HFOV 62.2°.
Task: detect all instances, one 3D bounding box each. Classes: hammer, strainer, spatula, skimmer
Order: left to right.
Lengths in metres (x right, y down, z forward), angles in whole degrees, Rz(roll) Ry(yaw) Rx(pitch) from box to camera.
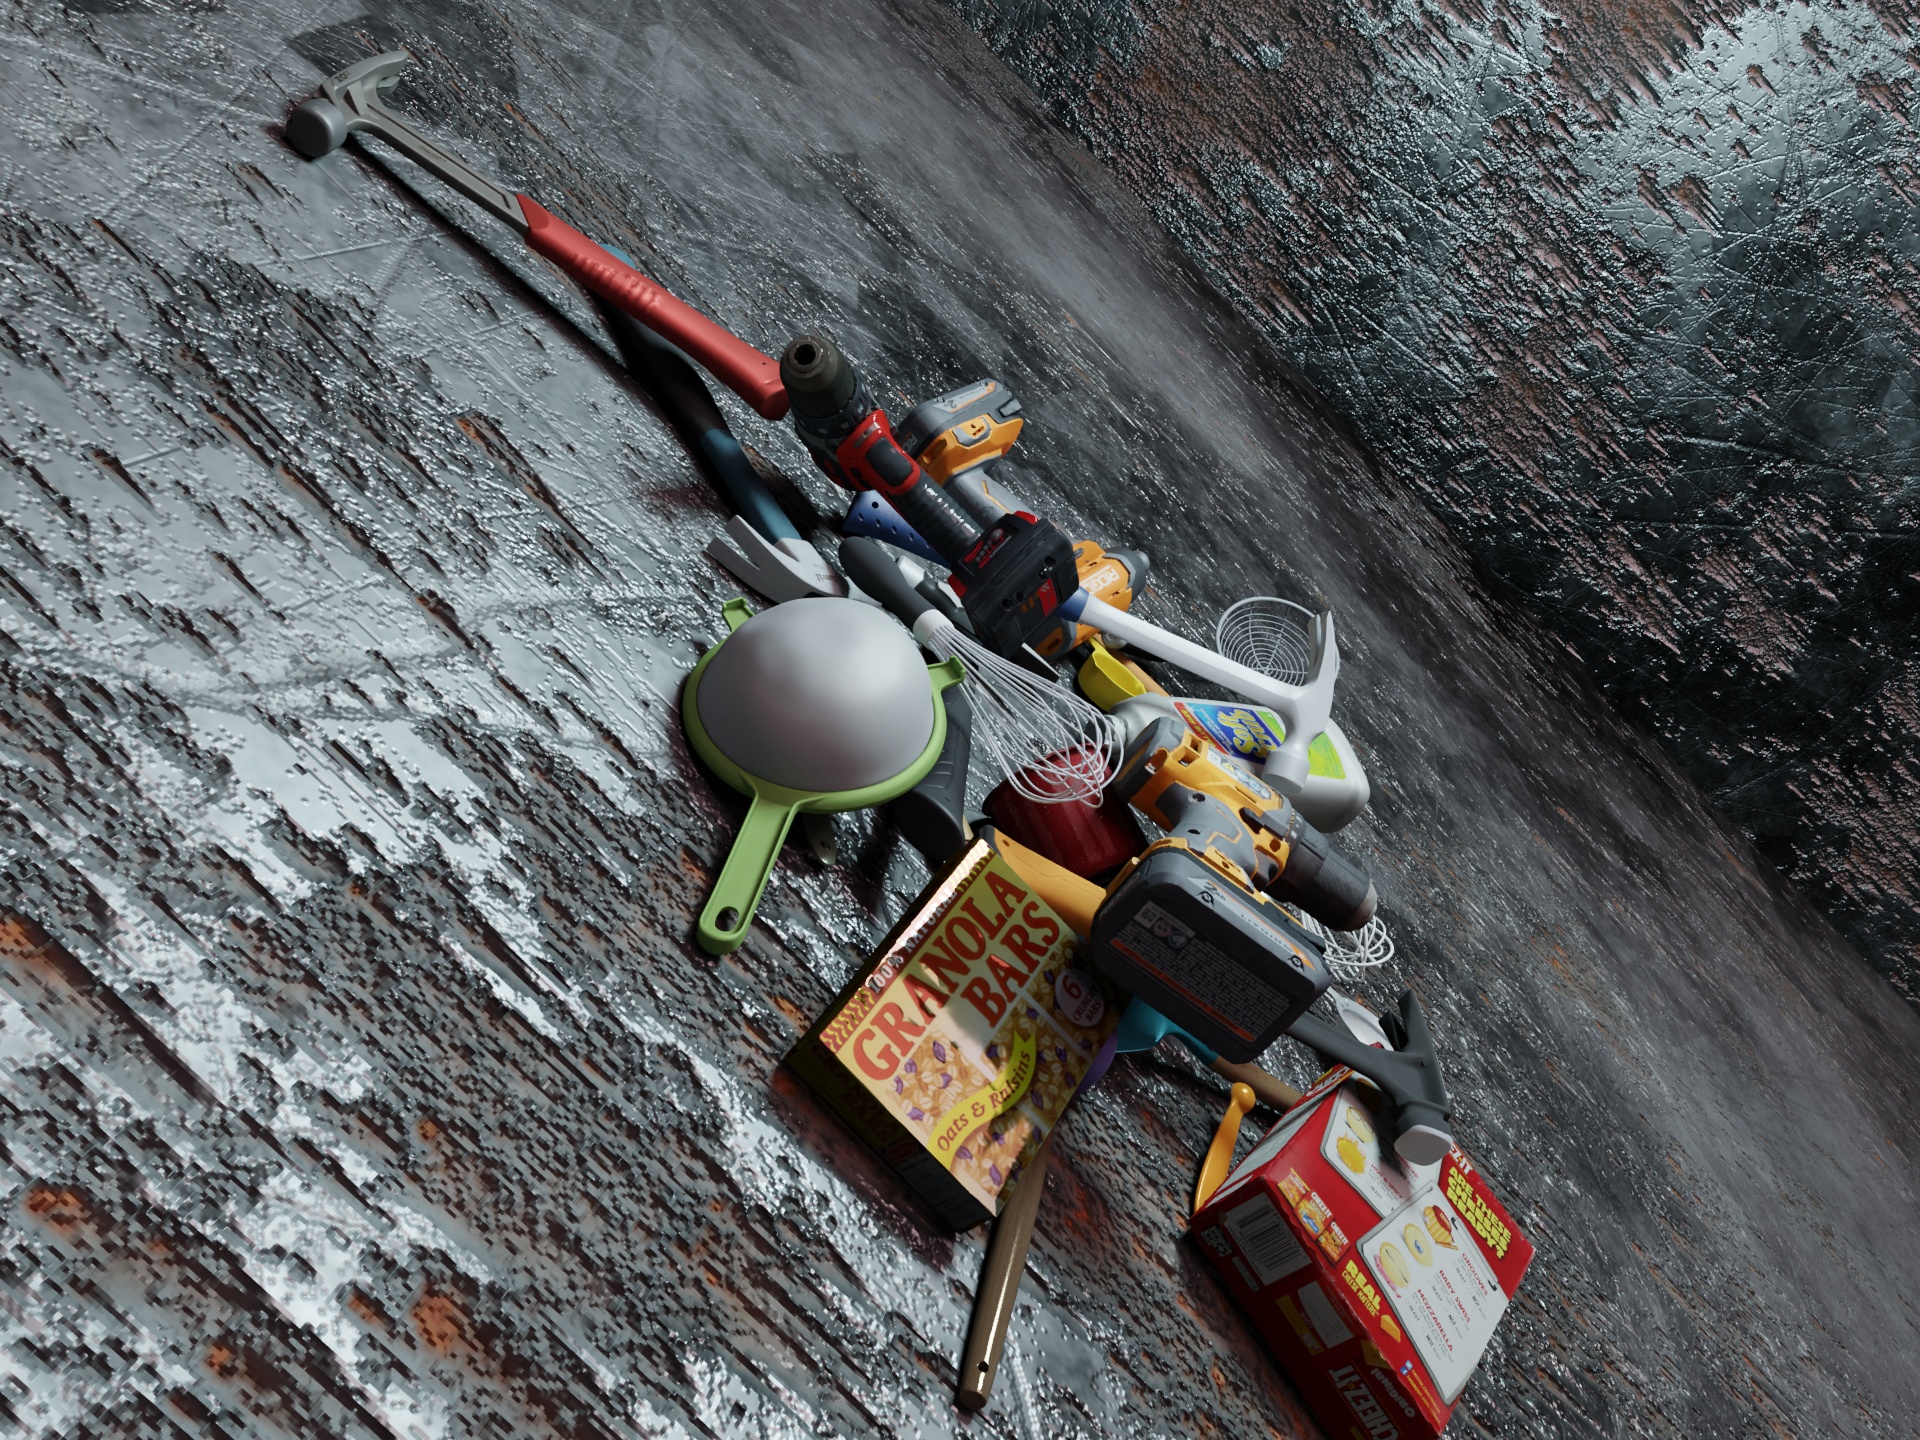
[{"bbox_3d":[-0.262,-0.323,1.082,0.359,0.036,0.149,32,34,-12],"label":"hammer"},{"bbox_3d":[-0.176,-0.207,1.109,0.128,0.033,0.331,-1,53,-58],"label":"hammer"},{"bbox_3d":[-0.090,0.010,0.852,0.151,0.069,0.257,16,43,2],"label":"strainer"},{"bbox_3d":[-0.002,-0.003,1.037,0.146,0.035,0.335,35,22,-13],"label":"hammer"},{"bbox_3d":[0.040,0.230,0.840,0.060,0.018,0.316,22,30,2],"label":"spatula"},{"bbox_3d":[0.105,-0.087,1.216,0.405,0.035,0.144,24,76,-9],"label":"hammer"},{"bbox_3d":[0.150,0.148,0.957,0.336,0.034,0.127,29,30,-13],"label":"hammer"},{"bbox_3d":[0.215,0.036,1.367,0.322,0.041,0.081,44,27,2],"label":"spatula"},{"bbox_3d":[0.169,0.230,1.035,0.317,0.044,0.082,35,28,-33],"label":"spatula"},{"bbox_3d":[0.243,-0.077,1.465,0.363,0.090,0.127,8,47,-57],"label":"skimmer"},{"bbox_3d":[0.271,0.195,1.213,0.086,0.050,0.259,14,36,-57],"label":"strainer"}]

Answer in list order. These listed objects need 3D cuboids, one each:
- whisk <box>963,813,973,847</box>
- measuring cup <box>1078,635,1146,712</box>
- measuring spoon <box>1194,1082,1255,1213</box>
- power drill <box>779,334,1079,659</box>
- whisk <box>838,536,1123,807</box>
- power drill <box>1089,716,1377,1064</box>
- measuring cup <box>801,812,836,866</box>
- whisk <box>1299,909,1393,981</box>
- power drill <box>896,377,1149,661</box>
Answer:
[{"bbox_3d":[0.003,0.096,0.957,0.051,0.047,0.245,21,32,-39],"label":"whisk"},{"bbox_3d":[0.101,-0.059,1.334,0.062,0.029,0.157,19,26,-43],"label":"measuring cup"},{"bbox_3d":[0.162,0.262,0.964,0.021,0.011,0.117,56,36,-16],"label":"measuring spoon"},{"bbox_3d":[-0.029,-0.156,1.063,0.227,0.080,0.187,44,-3,13],"label":"power drill"},{"bbox_3d":[0.001,-0.038,0.993,0.070,0.070,0.285,14,24,-48],"label":"whisk"},{"bbox_3d":[0.168,0.103,0.931,0.185,0.084,0.226,36,25,-5],"label":"power drill"},{"bbox_3d":[-0.081,0.015,0.938,0.083,0.038,0.168,28,30,-34],"label":"measuring cup"},{"bbox_3d":[0.264,0.130,1.223,0.059,0.057,0.246,-5,19,-9],"label":"whisk"},{"bbox_3d":[0.056,-0.169,1.313,0.226,0.084,0.164,52,45,6],"label":"power drill"}]
